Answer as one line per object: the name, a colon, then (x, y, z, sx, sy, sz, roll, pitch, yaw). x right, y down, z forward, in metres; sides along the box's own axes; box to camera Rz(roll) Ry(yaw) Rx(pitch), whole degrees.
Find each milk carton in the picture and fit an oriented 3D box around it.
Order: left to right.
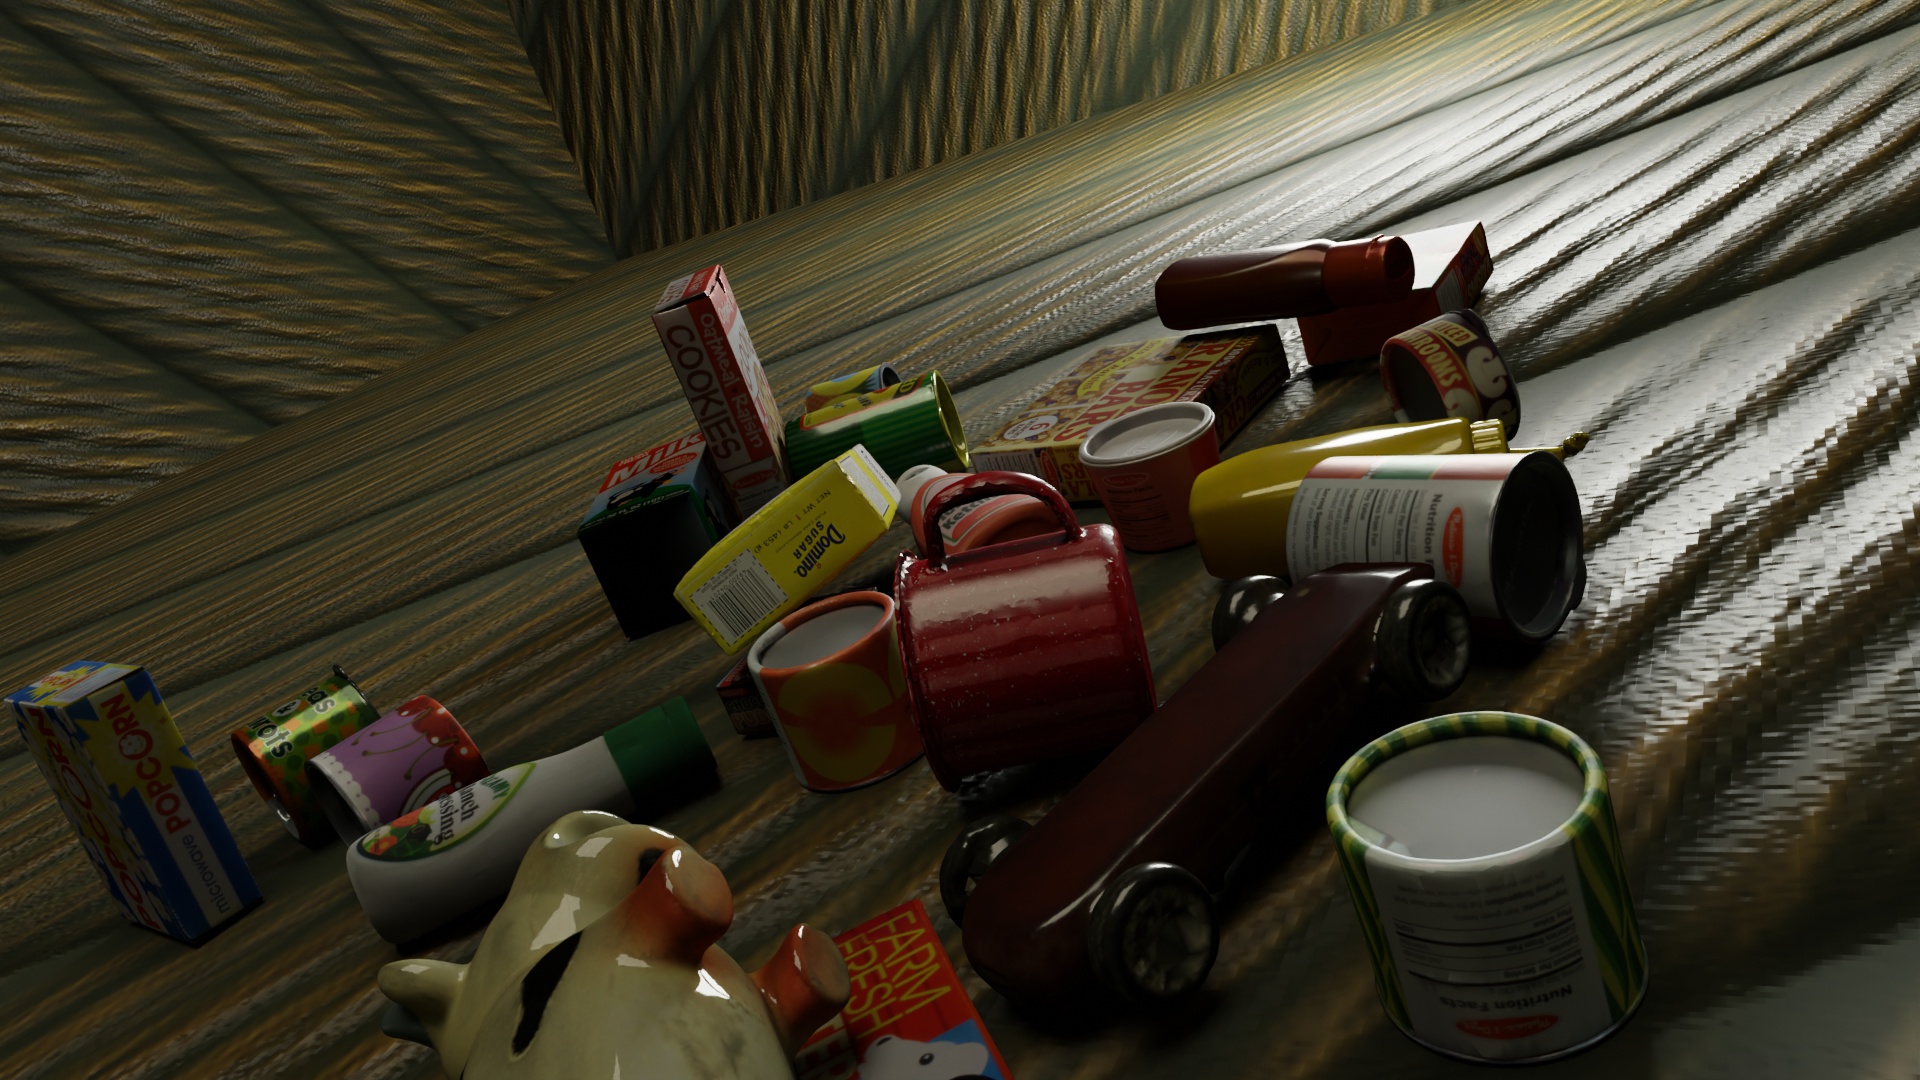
milk carton: (-0.182, -0.016, 0.886, 0.072, 0.073, 0.191, -20, 19, 1)

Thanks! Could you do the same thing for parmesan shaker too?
parmesan shaker: (-0.054, -0.062, 0.889, 0.103, 0.071, 0.071, -17, 20, 9)

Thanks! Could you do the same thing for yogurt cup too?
yogurt cup: (0.097, -0.030, 0.679, 0.072, 0.053, 0.072, -18, 20, 7)

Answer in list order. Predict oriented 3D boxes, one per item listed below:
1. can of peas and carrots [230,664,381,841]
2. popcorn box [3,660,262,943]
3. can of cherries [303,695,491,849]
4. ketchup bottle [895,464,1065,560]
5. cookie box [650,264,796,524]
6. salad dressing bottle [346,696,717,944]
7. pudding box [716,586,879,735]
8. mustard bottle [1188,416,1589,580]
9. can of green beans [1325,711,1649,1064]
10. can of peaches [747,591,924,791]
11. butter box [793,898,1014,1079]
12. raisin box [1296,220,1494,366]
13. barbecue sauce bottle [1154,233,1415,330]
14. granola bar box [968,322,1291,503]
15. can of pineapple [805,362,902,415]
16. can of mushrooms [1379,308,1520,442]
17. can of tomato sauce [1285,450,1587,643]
can of peas and carrots: (-0.327, 0.108, 0.707, 0.059, 0.070, 0.071, -35, 24, -34)
popcorn box: (-0.386, 0.121, 0.649, 0.085, 0.126, 0.038, -2, 22, 41)
can of cherries: (-0.251, 0.114, 0.631, 0.059, 0.071, 0.071, -34, 23, -35)
ketchup bottle: (0.003, -0.009, 0.734, 0.065, 0.043, 0.149, -30, 21, -11)
cookie box: (-0.143, -0.086, 0.891, 0.040, 0.167, 0.123, -20, 20, 0)
salad dressing bottle: (-0.177, 0.114, 0.585, 0.148, 0.044, 0.064, -26, 19, -15)
pudding box: (-0.071, 0.056, 0.653, 0.049, 0.030, 0.084, -11, 22, 29)
mustard bottle: (0.179, -0.021, 0.584, 0.160, 0.048, 0.065, -11, 20, 23)
can of green beans: (0.130, 0.084, 0.345, 0.071, 0.057, 0.071, -18, 20, 7)
can of peaches: (-0.046, 0.060, 0.577, 0.071, 0.058, 0.071, -19, 19, 7)
butter box: (-0.019, 0.143, 0.384, 0.053, 0.024, 0.104, -25, 20, -9)
raisin box: (0.269, -0.153, 0.855, 0.086, 0.040, 0.124, -6, 25, 37)
barbecue sauce bottle: (0.189, -0.151, 0.810, 0.065, 0.043, 0.148, -27, 20, -39)
granola bar box: (0.102, -0.073, 0.809, 0.124, 0.039, 0.166, -2, 26, 39)
can of pineapple: (-0.069, -0.083, 0.962, 0.058, 0.070, 0.071, -16, 20, 14)
can of mushrooms: (0.224, -0.071, 0.639, 0.033, 0.071, 0.071, -23, 20, -2)
can of tomato sauce: (0.174, 0.001, 0.508, 0.071, 0.071, 0.083, -35, 24, -35)
